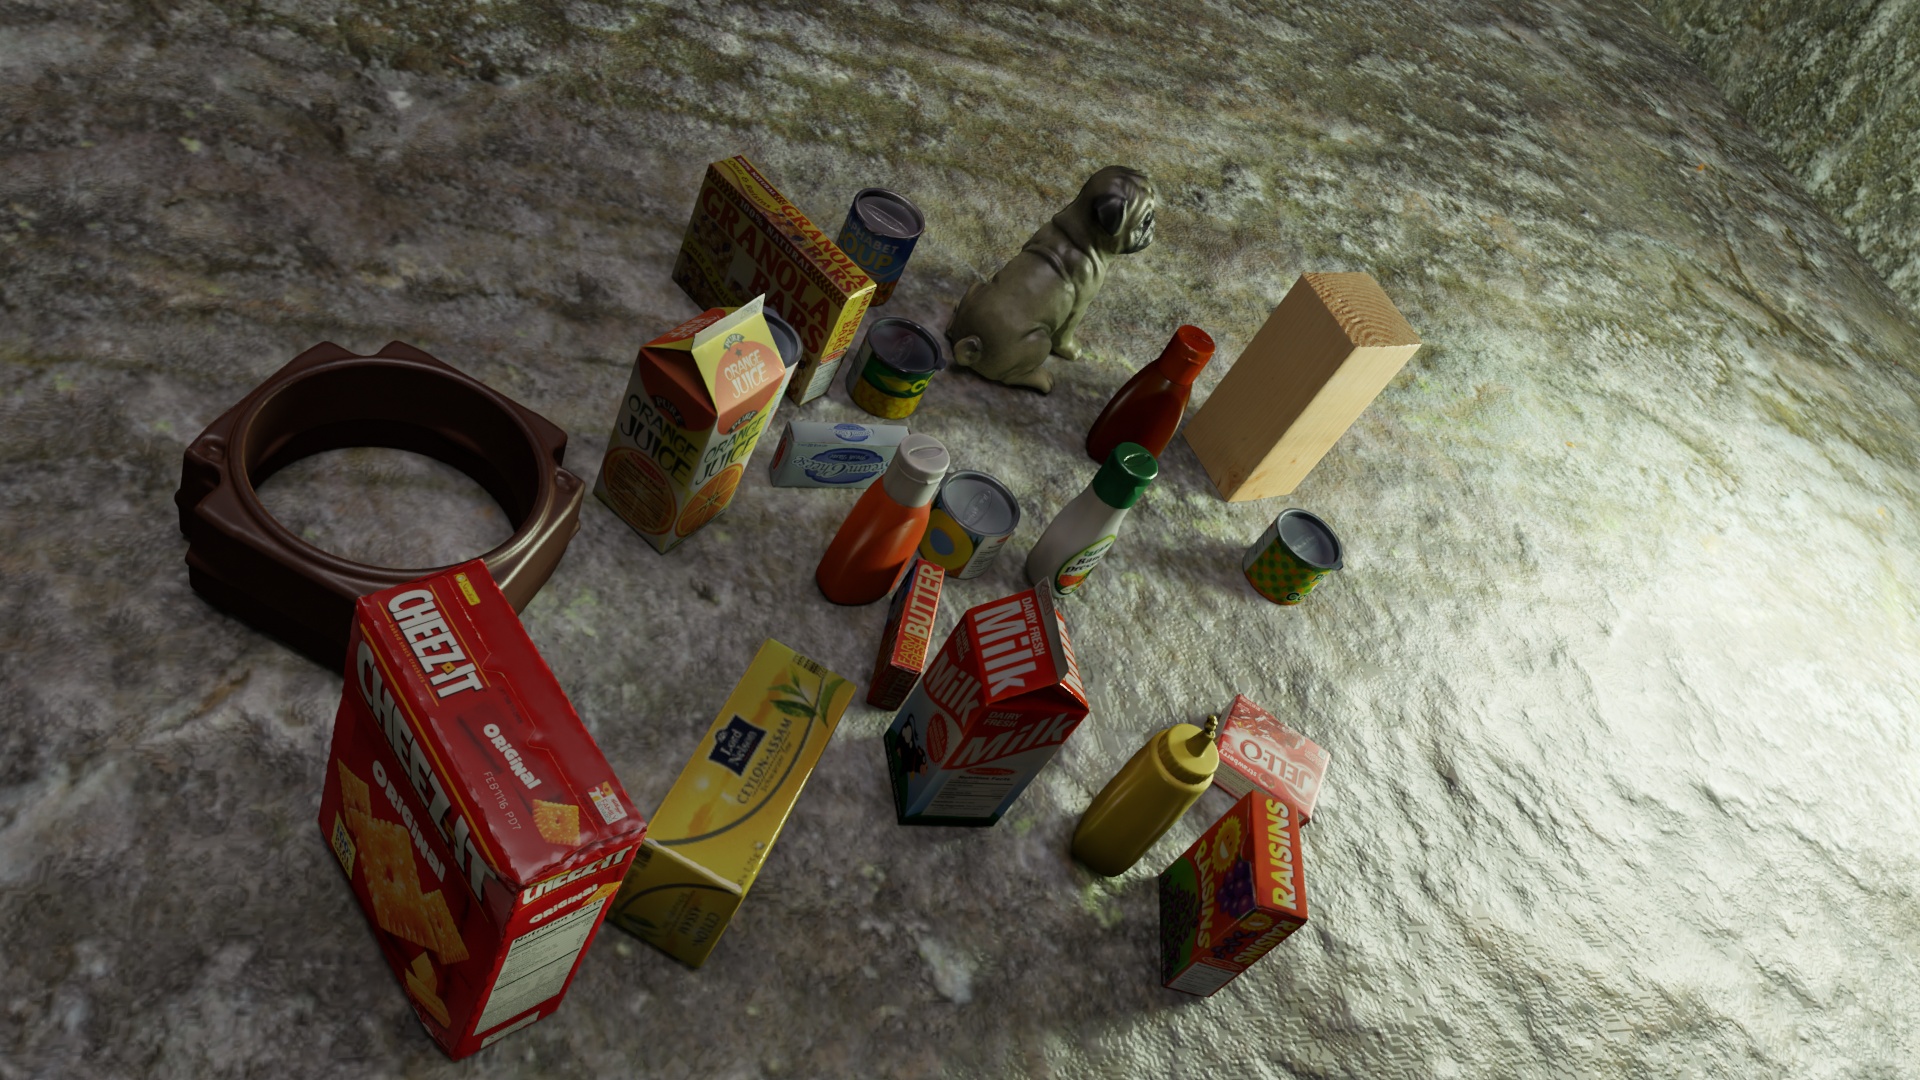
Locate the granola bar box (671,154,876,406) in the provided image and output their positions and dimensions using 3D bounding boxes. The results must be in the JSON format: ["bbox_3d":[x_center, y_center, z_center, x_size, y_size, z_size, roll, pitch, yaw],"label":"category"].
[{"bbox_3d":[-0.153,-0.210,1.122,0.166,0.123,0.039,45,45,14],"label":"granola bar box"}]

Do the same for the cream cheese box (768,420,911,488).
[{"bbox_3d":[-0.093,-0.066,1.078,0.104,0.053,0.024,0,52,-29],"label":"cream cheese box"}]

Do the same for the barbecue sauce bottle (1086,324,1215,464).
[{"bbox_3d":[0.169,-0.122,1.206,0.065,0.147,0.044,18,45,-15],"label":"barbecue sauce bottle"}]

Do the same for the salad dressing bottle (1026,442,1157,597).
[{"bbox_3d":[0.101,-0.015,1.073,0.064,0.146,0.044,-16,61,-38],"label":"salad dressing bottle"}]

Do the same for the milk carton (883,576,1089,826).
[{"bbox_3d":[0.021,0.107,0.889,0.073,0.189,0.073,7,49,-24],"label":"milk carton"}]

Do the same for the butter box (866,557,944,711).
[{"bbox_3d":[-0.039,0.067,0.990,0.024,0.052,0.104,22,44,-10],"label":"butter box"}]

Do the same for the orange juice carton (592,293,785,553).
[{"bbox_3d":[-0.182,-0.086,0.946,0.073,0.191,0.072,40,44,8],"label":"orange juice carton"}]

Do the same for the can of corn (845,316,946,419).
[{"bbox_3d":[-0.055,-0.143,1.165,0.071,0.058,0.071,16,46,-17],"label":"can of corn"}]

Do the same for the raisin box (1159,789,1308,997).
[{"bbox_3d":[0.176,0.233,0.911,0.040,0.122,0.086,20,45,-13],"label":"raisin box"}]

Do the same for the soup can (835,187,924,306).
[{"bbox_3d":[-0.079,-0.260,1.238,0.071,0.083,0.072,16,46,-17],"label":"soup can"}]

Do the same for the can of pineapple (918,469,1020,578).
[{"bbox_3d":[0.004,-0.014,1.082,0.071,0.057,0.071,16,46,-17],"label":"can of pineapple"}]

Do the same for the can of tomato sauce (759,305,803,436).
[{"bbox_3d":[-0.166,-0.129,1.072,0.071,0.082,0.071,16,46,-17],"label":"can of tomato sauce"}]

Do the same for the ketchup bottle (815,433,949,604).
[{"bbox_3d":[-0.051,-0.014,0.986,0.065,0.148,0.043,-12,59,-36],"label":"ketchup bottle"}]

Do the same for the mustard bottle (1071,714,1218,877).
[{"bbox_3d":[0.129,0.164,0.920,0.049,0.159,0.066,36,44,4],"label":"mustard bottle"}]

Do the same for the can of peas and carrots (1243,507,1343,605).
[{"bbox_3d":[0.292,0.016,1.216,0.071,0.058,0.071,16,46,-17],"label":"can of peas and carrots"}]
